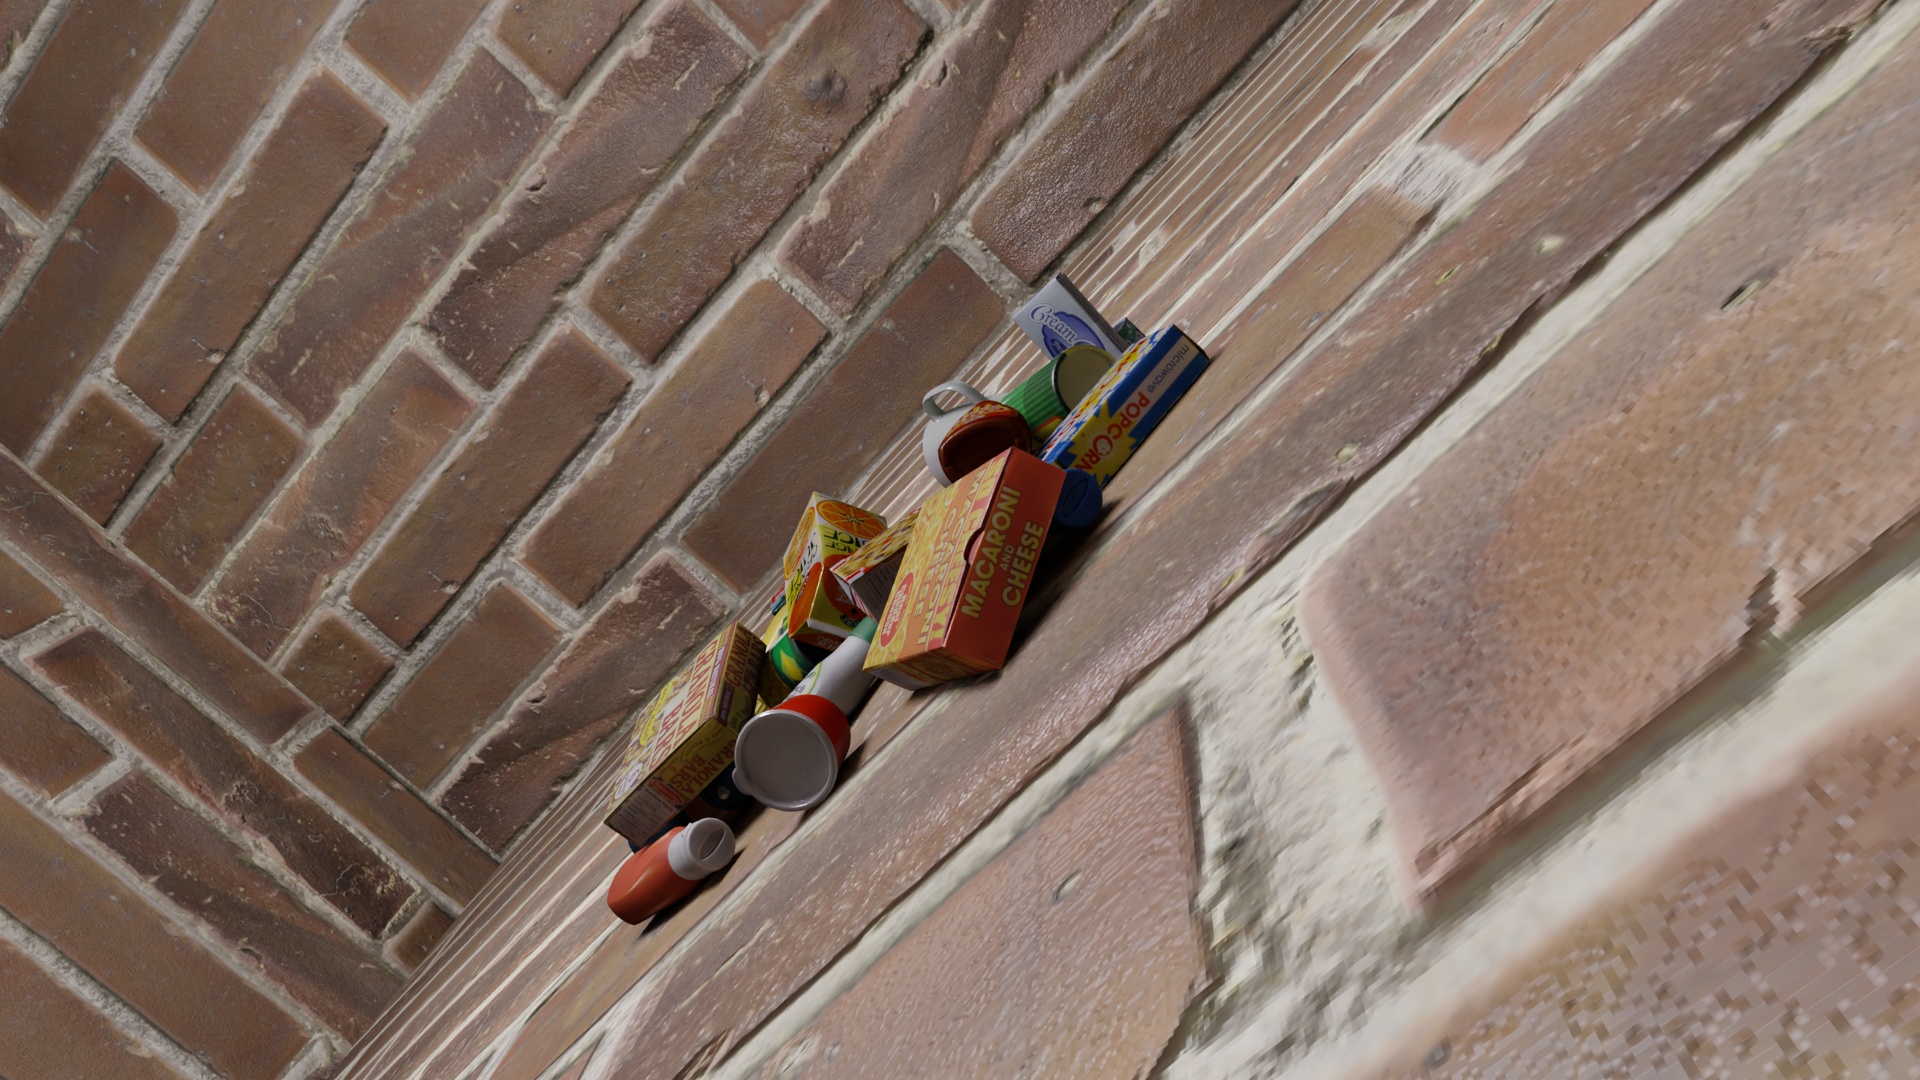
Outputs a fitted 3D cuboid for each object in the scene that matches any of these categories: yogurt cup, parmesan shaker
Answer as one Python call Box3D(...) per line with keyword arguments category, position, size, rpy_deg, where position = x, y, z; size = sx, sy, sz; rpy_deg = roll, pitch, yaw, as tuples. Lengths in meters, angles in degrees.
Box3D(category="yogurt cup", position=(-0.104, 0.133, 0.893), size=(0.072, 0.072, 0.054), rpy_deg=(-45, 0, 19))
Box3D(category="parmesan shaker", position=(0.075, -0.104, 1.077), size=(0.071, 0.071, 0.102), rpy_deg=(-51, 9, -26))

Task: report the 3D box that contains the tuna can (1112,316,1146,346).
Box3D(category="tuna can", position=(0.129, -0.154, 1.174), size=(0.071, 0.033, 0.071), rpy_deg=(-47, 7, 8))

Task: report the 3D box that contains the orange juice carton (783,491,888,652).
Box3D(category="orange juice carton", position=(-0.099, 0.037, 1.154), size=(0.072, 0.072, 0.193), rpy_deg=(-64, 18, 19))

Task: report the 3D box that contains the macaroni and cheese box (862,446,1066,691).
Box3D(category="macaroni and cheese box", position=(-0.002, 0.022, 0.837), size=(0.124, 0.040, 0.166), rpy_deg=(-71, 14, -16))

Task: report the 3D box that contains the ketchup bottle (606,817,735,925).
Box3D(category="ketchup bottle", position=(-0.209, 0.237, 1.013), size=(0.148, 0.043, 0.065), rpy_deg=(-38, 13, 50))

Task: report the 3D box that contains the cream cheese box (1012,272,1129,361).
Box3D(category="cream cheese box", position=(0.097, -0.162, 1.129), size=(0.053, 0.104, 0.024), rpy_deg=(-42, 2, 30))

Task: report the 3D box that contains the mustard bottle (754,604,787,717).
Box3D(category="mustard bottle", position=(-0.169, 0.126, 1.297), size=(0.048, 0.065, 0.161), rpy_deg=(-31, 26, 57))

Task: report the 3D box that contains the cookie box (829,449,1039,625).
Box3D(category="cookie box", position=(-0.010, -0.006, 1.024), size=(0.168, 0.040, 0.123), rpy_deg=(-35, 10, -8))

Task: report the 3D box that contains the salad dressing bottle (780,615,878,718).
Box3D(category="salad dressing bottle", position=(-0.092, 0.108, 1.022), size=(0.148, 0.044, 0.064), rpy_deg=(-48, 7, -26))

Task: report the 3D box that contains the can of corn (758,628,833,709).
Box3D(category="can of corn", position=(-0.131, 0.110, 1.158), size=(0.058, 0.071, 0.071), rpy_deg=(-45, 8, 22))

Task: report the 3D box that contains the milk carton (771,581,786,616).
Box3D(category="milk carton", position=(-0.151, 0.063, 1.470), size=(0.073, 0.072, 0.190), rpy_deg=(-48, 7, -3))

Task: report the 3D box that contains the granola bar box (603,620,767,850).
Box3D(category="granola bar box", position=(-0.212, 0.147, 1.088), size=(0.124, 0.039, 0.166), rpy_deg=(-44, 18, 13))

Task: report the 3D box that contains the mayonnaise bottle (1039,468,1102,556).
Box3D(category="mayonnaise bottle", position=(0.048, -0.018, 0.890), size=(0.065, 0.041, 0.148), rpy_deg=(-57, 9, -14))

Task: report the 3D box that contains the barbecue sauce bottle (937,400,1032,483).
Box3D(category="barbecue sauce bottle", position=(0.019, -0.075, 1.004), size=(0.065, 0.043, 0.149), rpy_deg=(-22, 10, 7))

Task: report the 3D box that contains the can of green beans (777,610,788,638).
Box3D(category="can of green beans", position=(-0.122, 0.075, 1.273), size=(0.057, 0.071, 0.071), rpy_deg=(-38, 12, 49))

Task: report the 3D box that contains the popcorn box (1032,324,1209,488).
Box3D(category="popcorn box", position=(0.103, -0.084, 0.939), size=(0.127, 0.038, 0.085), rpy_deg=(-49, 9, -11))
